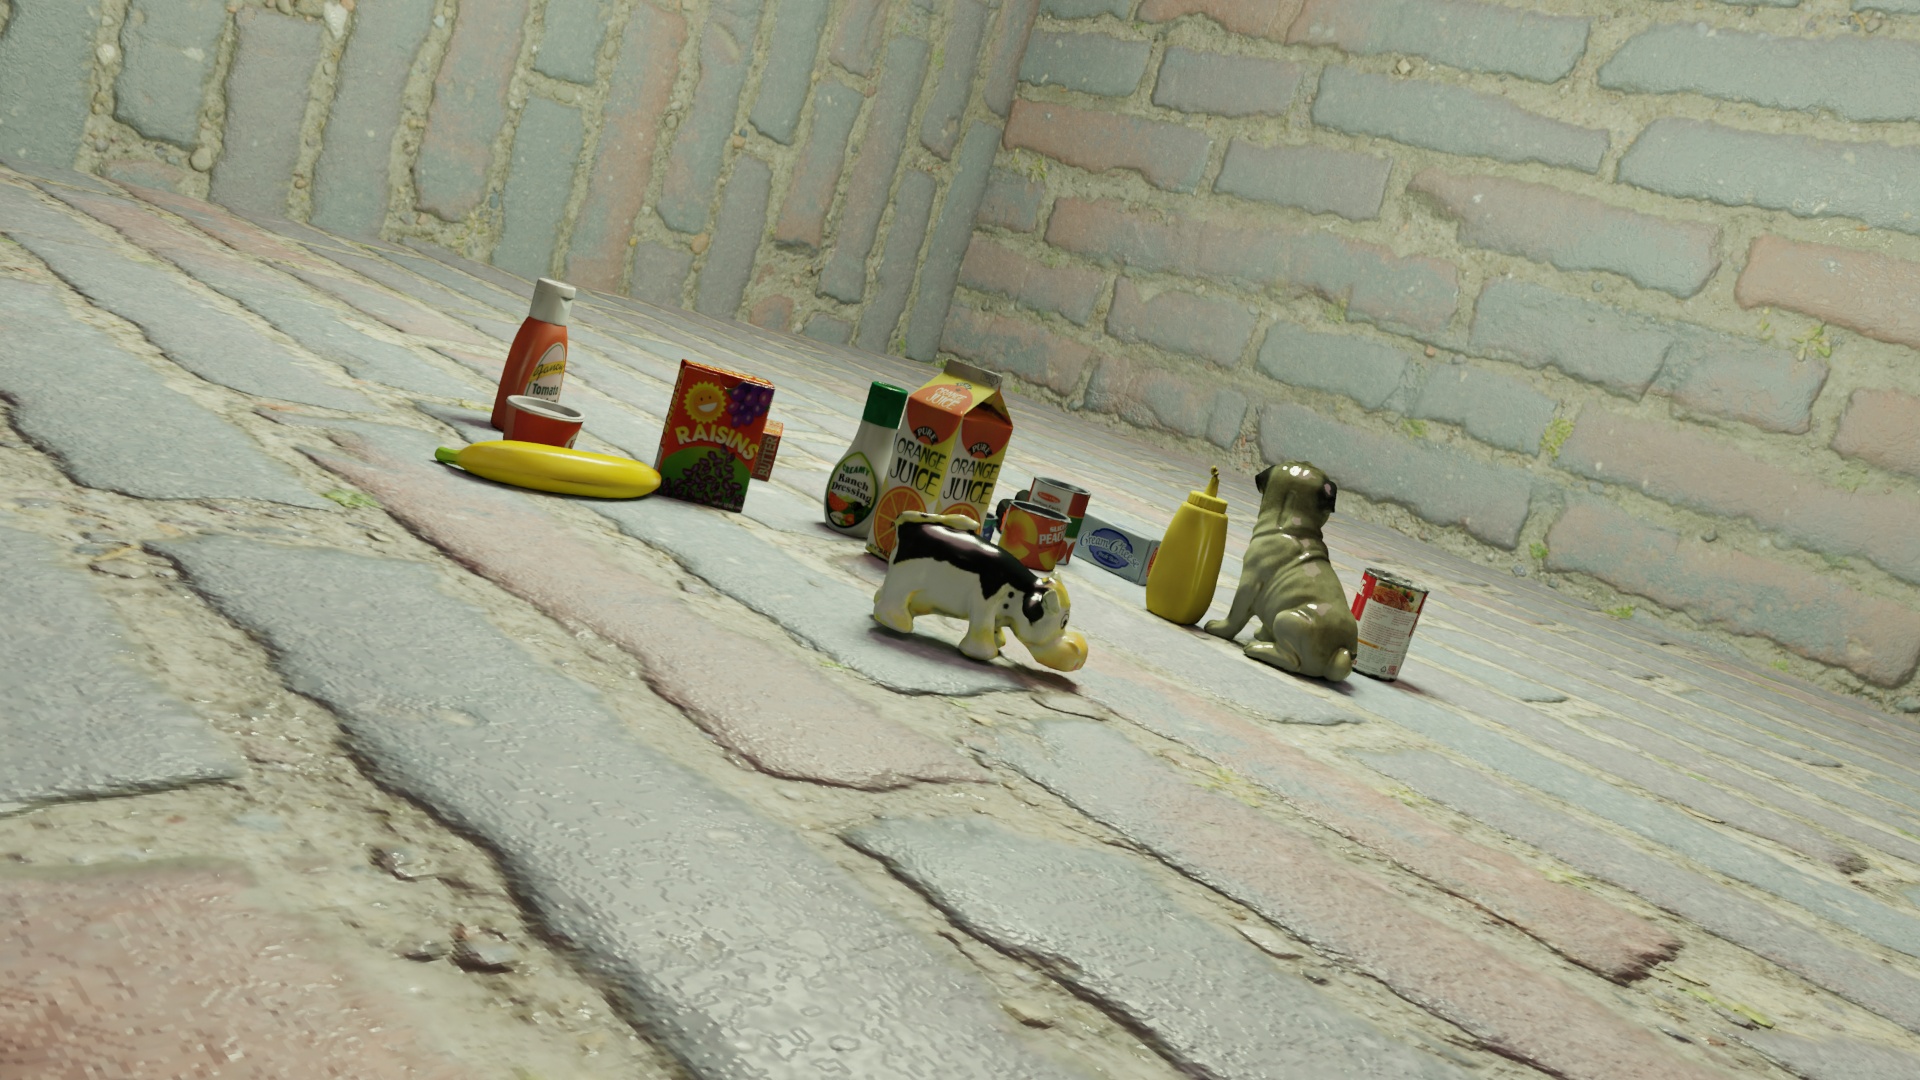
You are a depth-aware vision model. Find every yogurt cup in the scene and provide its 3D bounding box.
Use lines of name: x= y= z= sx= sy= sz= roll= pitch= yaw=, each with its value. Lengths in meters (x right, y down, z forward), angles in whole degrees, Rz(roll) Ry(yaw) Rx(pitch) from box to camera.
yogurt cup: x=-0.369 y=-0.092 z=1.219 sx=0.072 sy=0.054 sz=0.072 roll=16 pitch=10 yaw=-3

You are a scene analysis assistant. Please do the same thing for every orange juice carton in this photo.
orange juice carton: x=-0.014 y=-0.066 z=1.265 sx=0.072 sy=0.192 sz=0.073 roll=25 pitch=13 yaw=40

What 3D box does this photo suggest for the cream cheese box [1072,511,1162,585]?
cream cheese box: x=0.176 y=0.009 z=1.568 sx=0.024 sy=0.053 sz=0.104 roll=7 pitch=14 yaw=-47

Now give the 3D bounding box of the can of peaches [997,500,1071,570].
can of peaches: x=0.077 y=-0.004 z=1.463 sx=0.071 sy=0.058 sz=0.071 roll=16 pitch=10 yaw=-3

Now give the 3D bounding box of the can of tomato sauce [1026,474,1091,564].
can of tomato sauce: x=0.101 y=-0.023 z=1.528 sx=0.071 sy=0.083 sz=0.071 roll=16 pitch=10 yaw=-3

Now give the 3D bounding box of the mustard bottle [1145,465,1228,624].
mustard bottle: x=0.236 y=0.003 z=1.393 sx=0.065 sy=0.160 sz=0.049 roll=25 pitch=13 yaw=40

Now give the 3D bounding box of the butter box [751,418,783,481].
butter box: x=-0.212 y=-0.100 z=1.516 sx=0.024 sy=0.053 sz=0.104 roll=16 pitch=10 yaw=-9

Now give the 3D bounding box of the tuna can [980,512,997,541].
tuna can: x=0.005 y=-0.019 z=1.494 sx=0.071 sy=0.032 sz=0.071 roll=16 pitch=10 yaw=-3

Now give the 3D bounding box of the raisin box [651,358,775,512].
raisin box: x=-0.228 y=-0.096 z=1.271 sx=0.086 sy=0.123 sz=0.040 roll=13 pitch=10 yaw=-20

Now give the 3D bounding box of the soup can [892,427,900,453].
soup can: x=-0.067 y=-0.080 z=1.558 sx=0.071 sy=0.083 sz=0.071 roll=16 pitch=10 yaw=-3

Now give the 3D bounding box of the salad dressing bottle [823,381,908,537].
salad dressing bottle: x=-0.088 y=-0.078 z=1.334 sx=0.064 sy=0.147 sz=0.044 roll=21 pitch=10 yaw=22

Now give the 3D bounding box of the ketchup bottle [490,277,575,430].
ketchup bottle: x=-0.407 y=-0.176 z=1.338 sx=0.043 sy=0.148 sz=0.065 roll=21 pitch=10 yaw=22
